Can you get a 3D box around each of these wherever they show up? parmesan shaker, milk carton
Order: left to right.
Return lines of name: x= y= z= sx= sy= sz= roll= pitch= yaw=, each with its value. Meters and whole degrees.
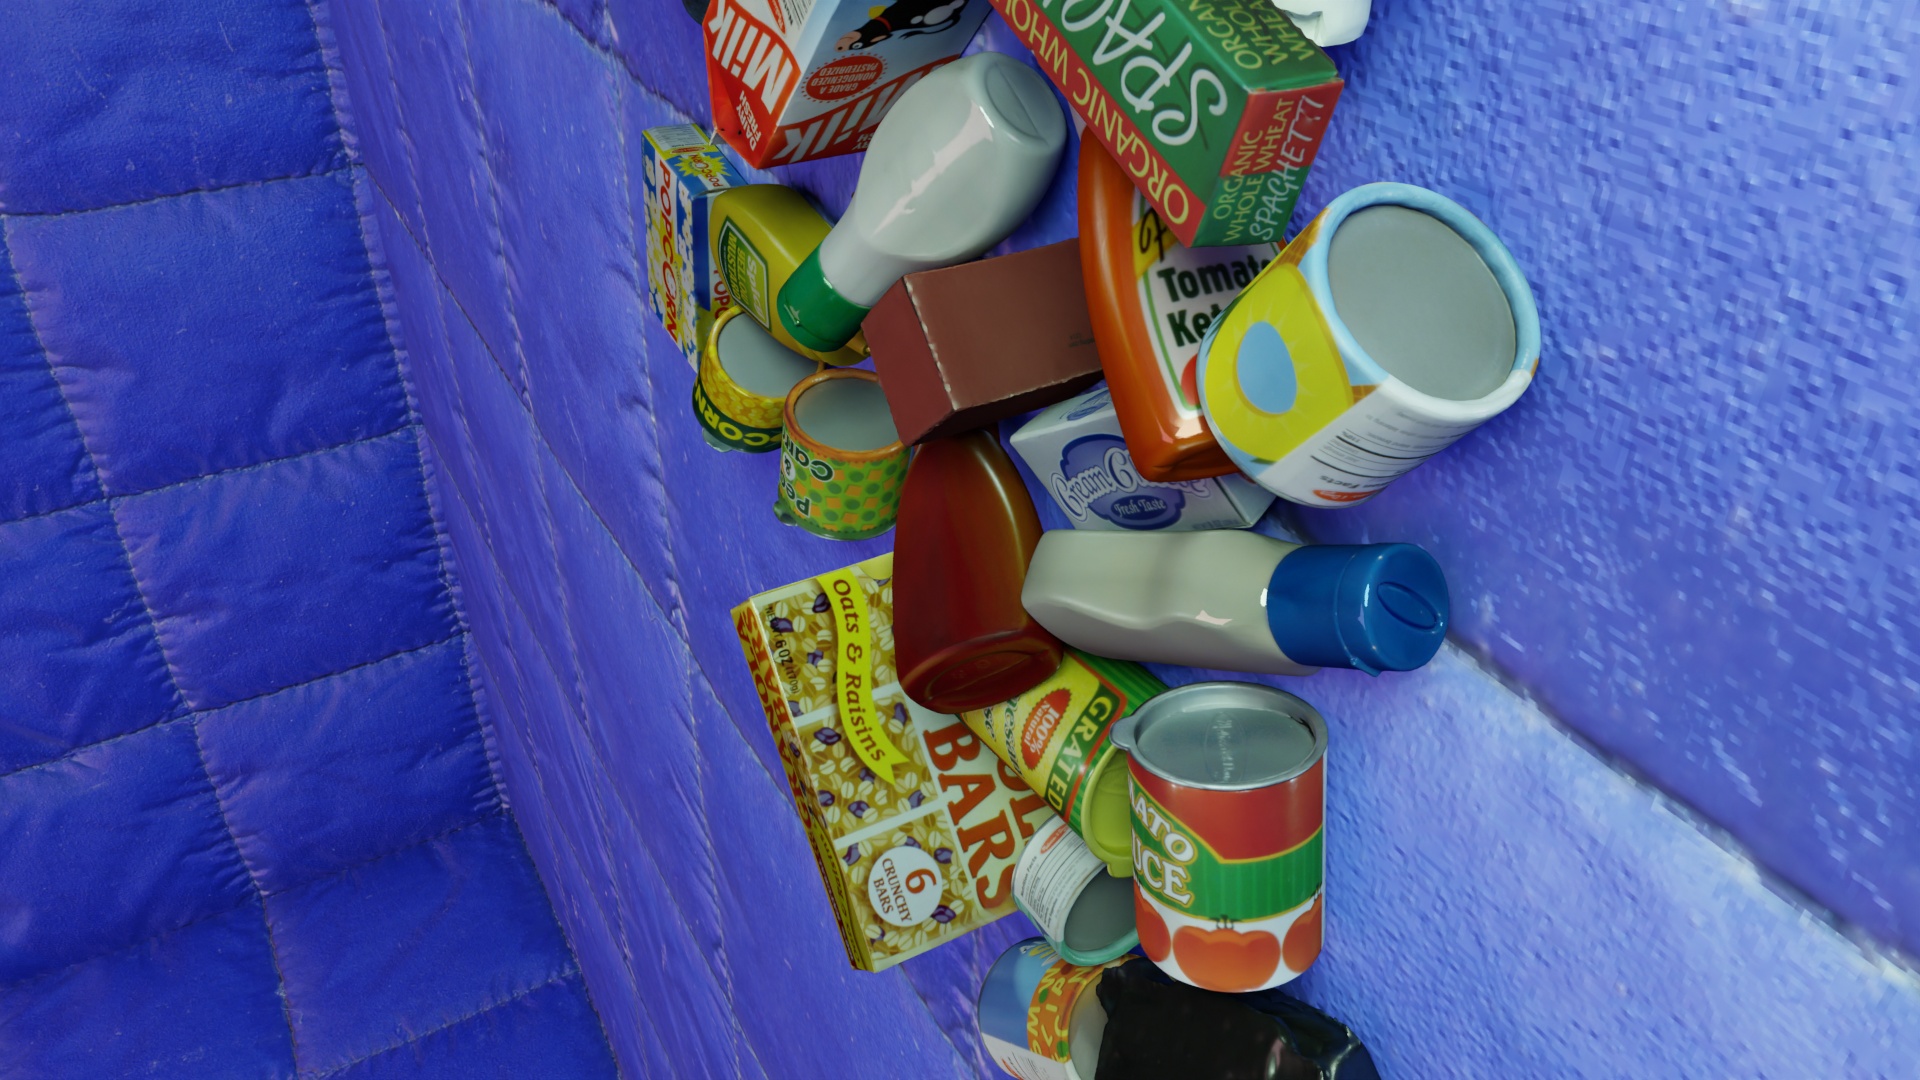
milk carton: x=-0.049 y=-0.211 z=0.558 sx=0.190 sy=0.072 sz=0.073 roll=-34 pitch=75 yaw=63
parmesan shaker: x=0.045 y=0.074 z=0.546 sx=0.103 sy=0.071 sz=0.071 roll=37 pitch=137 yaw=51

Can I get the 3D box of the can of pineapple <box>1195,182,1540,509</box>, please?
can of pineapple: x=0.102 y=-0.050 z=0.356 sx=0.071 sy=0.071 sz=0.057 roll=67 pitch=154 yaw=13

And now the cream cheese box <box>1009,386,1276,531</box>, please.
cream cheese box: x=0.062 y=-0.028 z=0.482 sx=0.053 sy=0.024 sz=0.103 roll=53 pitch=158 yaw=-13

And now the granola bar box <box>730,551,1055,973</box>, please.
granola bar box: x=-0.015 y=0.087 z=0.612 sx=0.039 sy=0.124 sz=0.165 roll=-30 pitch=78 yaw=64

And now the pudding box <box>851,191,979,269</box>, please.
pudding box: x=-0.015 y=-0.117 z=0.596 sx=0.049 sy=0.030 sz=0.083 roll=-5 pitch=101 yaw=63

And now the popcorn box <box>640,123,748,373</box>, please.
popcorn box: x=-0.160 y=-0.177 z=0.844 sx=0.085 sy=0.038 sz=0.126 roll=51 pitch=147 yaw=38

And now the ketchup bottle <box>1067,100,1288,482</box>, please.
ketchup bottle: x=0.063 y=-0.093 z=0.418 sx=0.043 sy=0.065 sz=0.149 roll=122 pitch=135 yaw=-68

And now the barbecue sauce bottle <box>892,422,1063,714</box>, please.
barbecue sauce bottle: x=0.002 y=-0.007 z=0.556 sx=0.043 sy=0.064 sz=0.149 roll=41 pitch=-148 yaw=-42

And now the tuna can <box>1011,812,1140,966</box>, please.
tuna can: x=0.059 y=0.139 z=0.569 sx=0.033 sy=0.071 sz=0.070 roll=42 pitch=141 yaw=46

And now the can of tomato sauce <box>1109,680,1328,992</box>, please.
can of tomato sauce: x=0.089 y=0.100 z=0.473 sx=0.071 sy=0.071 sz=0.082 roll=31 pitch=133 yaw=55

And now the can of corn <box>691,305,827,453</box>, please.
can of corn: x=-0.112 y=-0.088 z=0.765 sx=0.071 sy=0.071 sz=0.058 roll=65 pitch=153 yaw=15

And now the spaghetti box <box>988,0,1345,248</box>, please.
spaghetti box: x=0.019 y=-0.179 z=0.387 sx=0.251 sy=0.029 sz=0.049 roll=60 pitch=154 yaw=29

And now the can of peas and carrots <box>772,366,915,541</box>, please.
can of peas and carrots: x=-0.058 y=-0.042 z=0.682 sx=0.071 sy=0.071 sz=0.058 roll=54 pitch=149 yaw=34

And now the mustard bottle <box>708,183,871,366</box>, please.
mustard bottle: x=-0.077 y=-0.126 z=0.693 sx=0.161 sy=0.049 sz=0.065 roll=46 pitch=146 yaw=44

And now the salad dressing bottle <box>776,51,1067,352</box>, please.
salad dressing bottle: x=-0.021 y=-0.125 z=0.538 sx=0.147 sy=0.044 sz=0.064 roll=-35 pitch=84 yaw=45

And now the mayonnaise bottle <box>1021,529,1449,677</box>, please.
mayonnaise bottle: x=0.085 y=0.019 z=0.445 sx=0.148 sy=0.065 sz=0.041 roll=-2 pitch=66 yaw=57

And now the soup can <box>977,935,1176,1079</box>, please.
soup can: x=0.055 y=0.212 z=0.621 sx=0.083 sy=0.071 sz=0.071 roll=-24 pitch=84 yaw=64
